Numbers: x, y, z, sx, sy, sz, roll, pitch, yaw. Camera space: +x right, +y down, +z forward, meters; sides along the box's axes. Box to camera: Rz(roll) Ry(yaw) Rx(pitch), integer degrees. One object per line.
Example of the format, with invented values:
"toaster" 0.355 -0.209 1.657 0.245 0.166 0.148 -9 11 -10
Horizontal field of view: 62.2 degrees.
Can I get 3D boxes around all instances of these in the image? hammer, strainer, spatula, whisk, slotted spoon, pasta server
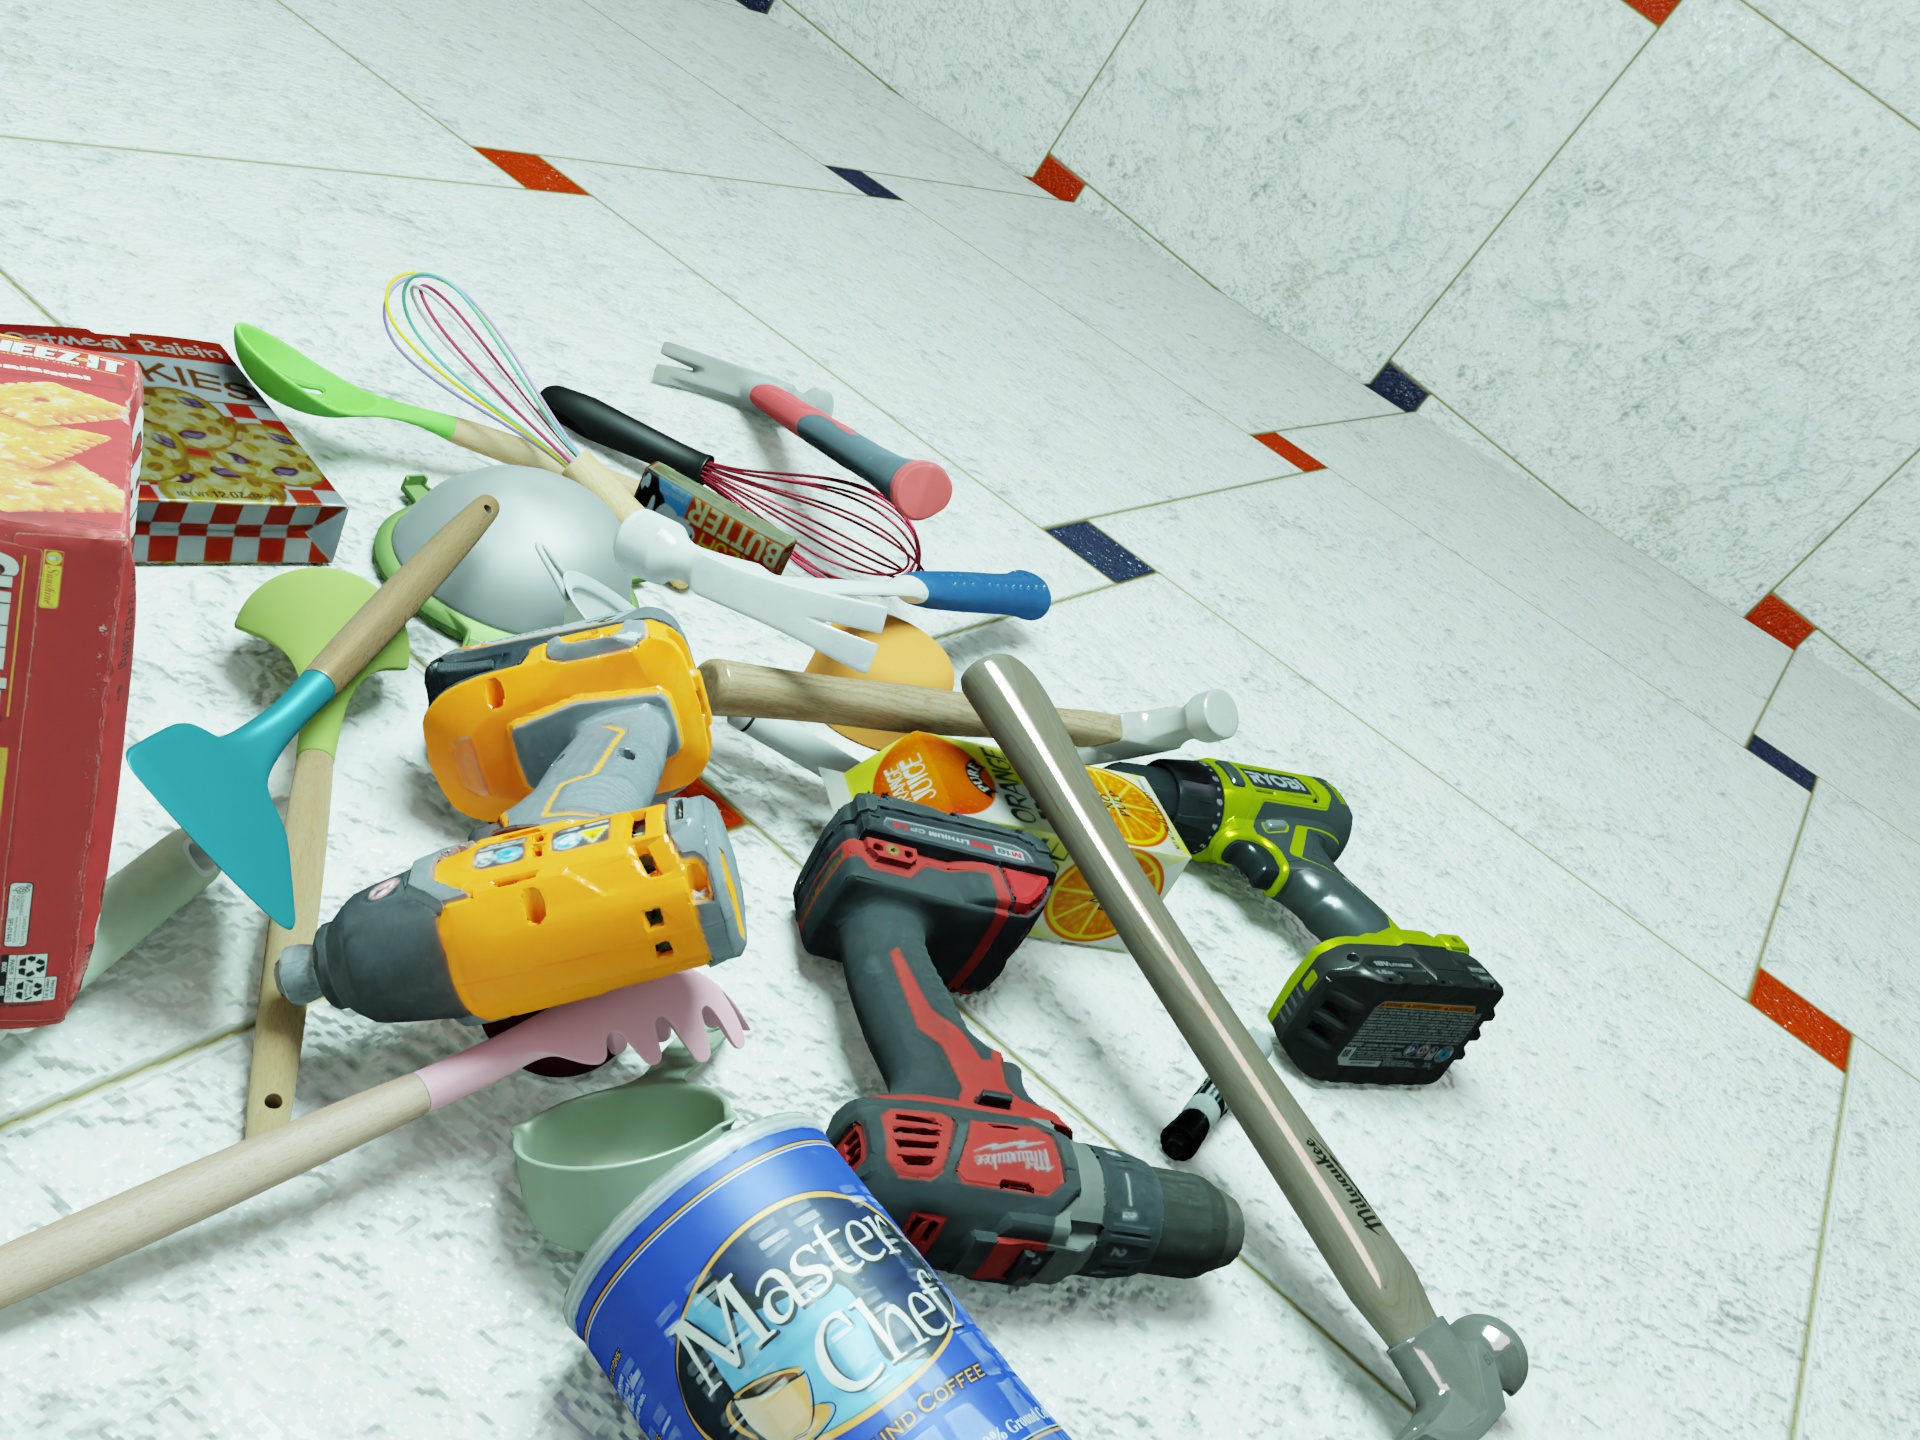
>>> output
"hammer" -0.030 -0.076 0.952 0.144 0.035 0.405 25 13 21
"hammer" -0.108 -0.204 1.103 0.143 0.038 0.387 14 14 -26
"strainer" -0.123 -0.006 0.840 0.258 0.050 0.087 32 13 -22
"spatula" -0.252 -0.031 0.675 0.082 0.044 0.318 56 23 -24
"hammer" 0.107 0.133 0.726 0.146 0.038 0.411 11 42 -57
"hammer" -0.001 -0.003 0.878 0.331 0.130 0.031 6 74 -40
"whisk" -0.245 -0.175 0.956 0.245 0.051 0.047 46 25 -15
"whisk" -0.155 -0.162 1.079 0.296 0.073 0.073 25 27 6
"slotted spoon" -0.285 -0.168 0.964 0.313 0.031 0.070 16 25 -42
"pasta server" -0.202 0.142 0.527 0.316 0.060 0.040 -19 98 -44
"strainer" -0.238 -0.074 0.840 0.151 0.069 0.257 20 27 -16
"whisk" -0.314 0.096 0.514 0.057 0.059 0.246 62 18 -16

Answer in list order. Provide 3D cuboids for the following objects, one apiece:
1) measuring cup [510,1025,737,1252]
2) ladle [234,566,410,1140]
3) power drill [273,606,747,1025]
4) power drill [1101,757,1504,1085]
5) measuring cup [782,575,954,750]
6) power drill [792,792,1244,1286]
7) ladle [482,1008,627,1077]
"measuring cup" -0.112 0.154 0.608 0.083 0.038 0.167 -5 6 7
"ladle" -0.272 0.044 0.655 0.078 0.062 0.321 15 37 -28
"power drill" -0.175 0.038 0.639 0.164 0.084 0.227 -13 27 -5
"power drill" 0.189 0.103 0.938 0.190 0.080 0.229 10 30 -33
"measuring cup" -0.066 -0.055 0.986 0.095 0.052 0.174 4 38 -39
"power drill" 0.019 0.146 0.706 0.187 0.080 0.227 16 33 -24
"ladle" -0.171 0.046 0.750 0.069 0.031 0.316 19 27 -16
